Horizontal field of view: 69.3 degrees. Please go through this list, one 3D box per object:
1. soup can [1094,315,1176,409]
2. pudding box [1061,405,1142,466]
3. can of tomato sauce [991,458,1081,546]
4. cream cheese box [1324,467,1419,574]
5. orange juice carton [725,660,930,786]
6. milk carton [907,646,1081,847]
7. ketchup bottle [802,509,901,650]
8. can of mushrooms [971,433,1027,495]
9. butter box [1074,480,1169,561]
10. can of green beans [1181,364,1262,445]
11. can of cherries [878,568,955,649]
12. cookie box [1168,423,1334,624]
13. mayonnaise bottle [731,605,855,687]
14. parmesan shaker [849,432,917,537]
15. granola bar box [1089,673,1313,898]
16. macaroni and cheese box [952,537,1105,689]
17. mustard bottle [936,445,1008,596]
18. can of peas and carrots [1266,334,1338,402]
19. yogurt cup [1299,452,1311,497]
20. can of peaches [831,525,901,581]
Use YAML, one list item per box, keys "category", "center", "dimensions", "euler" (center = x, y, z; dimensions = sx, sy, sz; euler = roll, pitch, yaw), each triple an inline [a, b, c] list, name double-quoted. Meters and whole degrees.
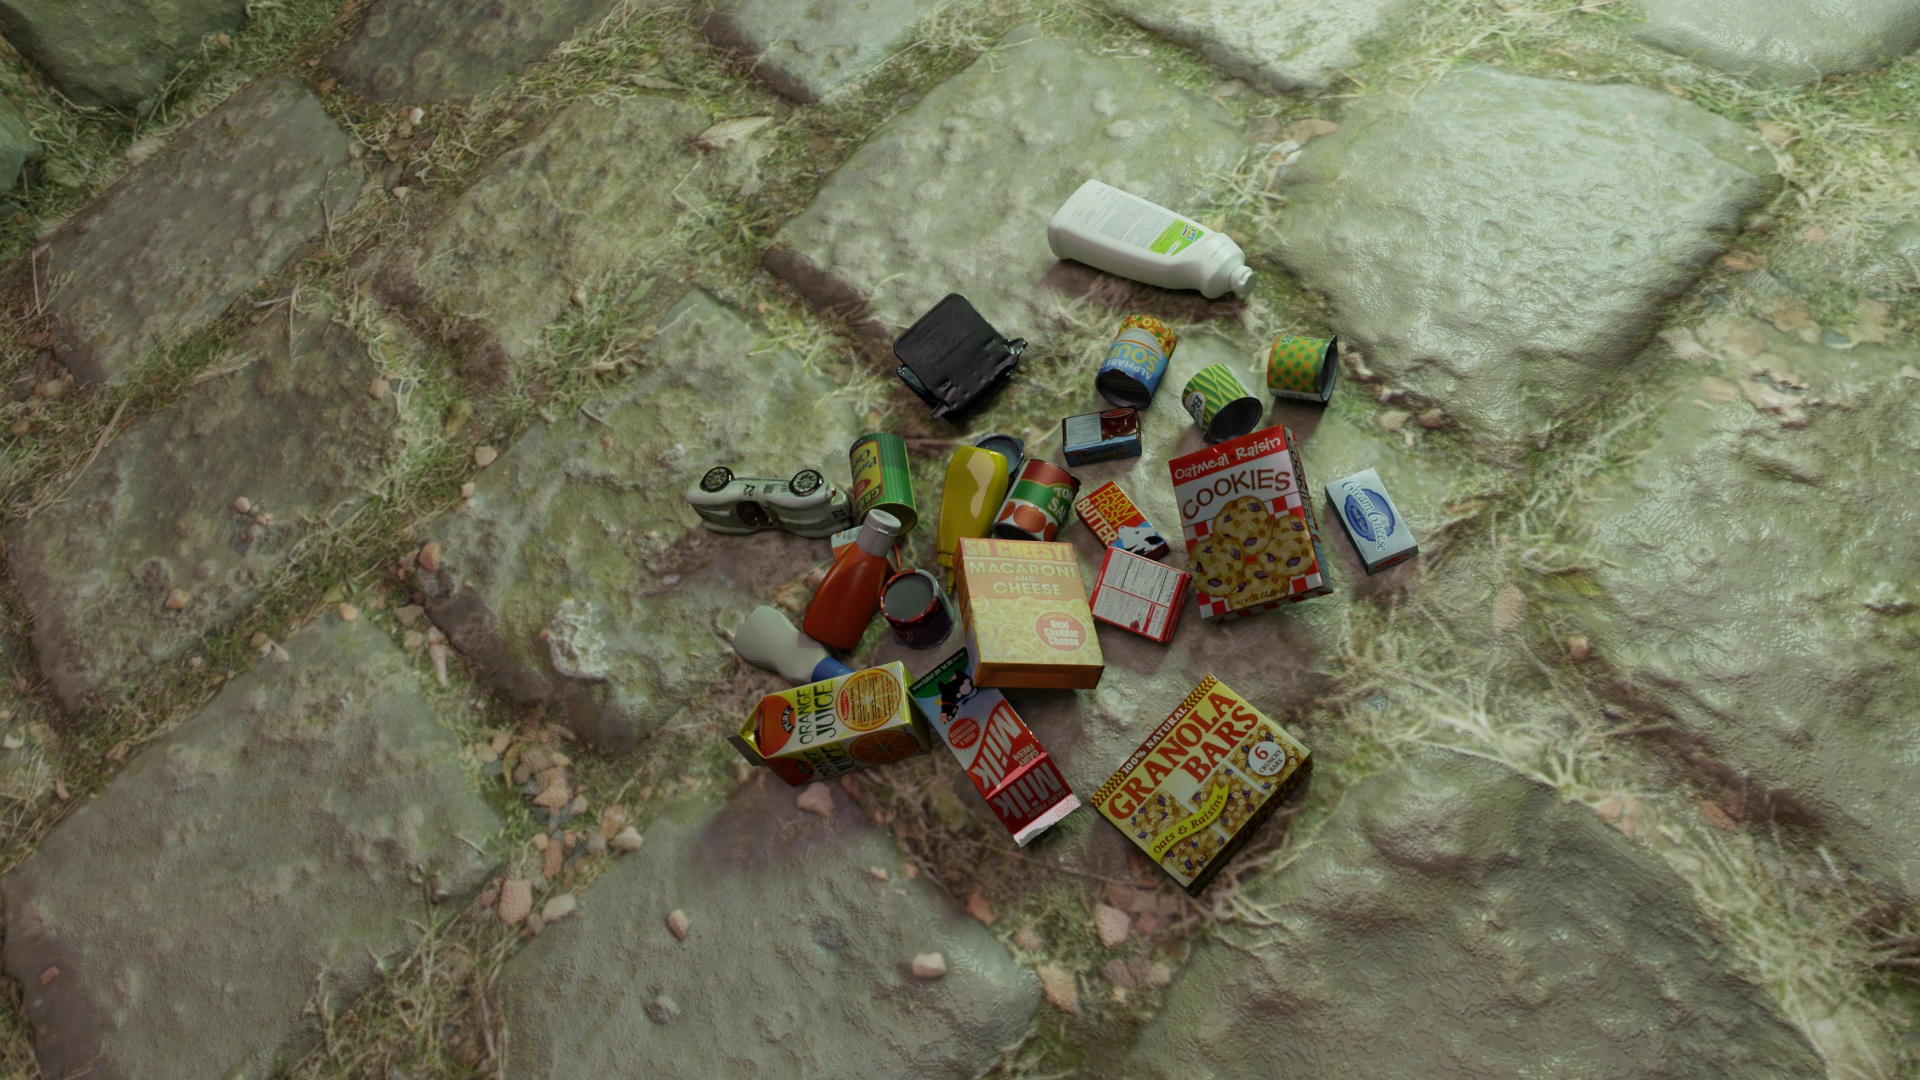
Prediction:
- category: "soup can"
  center: [0.193, -0.198, 1.529]
  dimensions: [0.071, 0.071, 0.084]
  euler: [13, 64, 27]
- category: "pudding box"
  center: [0.154, -0.113, 1.513]
  dimensions: [0.083, 0.030, 0.050]
  euler: [-10, 54, 14]
- category: "can of tomato sauce"
  center: [0.081, -0.033, 1.465]
  dimensions: [0.071, 0.071, 0.083]
  euler: [16, 66, 28]
- category: "cream cheese box"
  center: [0.403, -0.020, 1.363]
  dimensions: [0.053, 0.024, 0.104]
  euler: [-21, 53, 4]
- category: "orange juice carton"
  center: [-0.134, 0.189, 1.393]
  dimensions: [0.192, 0.071, 0.073]
  euler: [-16, 54, 10]
- category: "milk carton"
  center: [0.035, 0.200, 1.322]
  dimensions: [0.072, 0.073, 0.191]
  euler: [-35, 53, -4]
- category: "ketchup bottle"
  center: [-0.108, 0.040, 1.447]
  dimensions: [0.148, 0.065, 0.044]
  euler: [-63, 16, 16]
- category: "can of mushrooms"
  center: [0.043, -0.084, 1.532]
  dimensions: [0.071, 0.033, 0.071]
  euler: [-10, 55, 15]
- category: "butter box"
  center: [0.167, -0.012, 1.445]
  dimensions: [0.053, 0.024, 0.104]
  euler: [-33, 53, -4]
- category: "can of green beans"
  center: [0.275, -0.144, 1.465]
  dimensions: [0.071, 0.071, 0.058]
  euler: [-30, 52, 0]
- category: "can of cherries"
  center: [-0.047, 0.073, 1.446]
  dimensions: [0.071, 0.058, 0.072]
  euler: [-9, 55, 14]
- category: "cookie box"
  center: [0.280, -0.016, 1.350]
  dimensions: [0.122, 0.040, 0.168]
  euler: [-19, 69, 26]
- category: "mayonnaise bottle"
  center: [-0.172, 0.125, 1.470]
  dimensions: [0.148, 0.041, 0.065]
  euler: [27, 72, 31]
- category: "parmesan shaker"
  center: [-0.088, -0.060, 1.547]
  dimensions: [0.071, 0.071, 0.103]
  euler: [-18, 53, 9]
- category: "granola bar box"
  center: [0.219, 0.221, 1.261]
  dimensions: [0.166, 0.039, 0.124]
  euler: [-44, 55, -11]
- category: "macaroni and cheese box"
  center: [0.063, 0.071, 1.371]
  dimensions: [0.124, 0.040, 0.167]
  euler: [3, 43, -14]
- category: "mustard bottle"
  center: [0.005, -0.019, 1.478]
  dimensions: [0.065, 0.049, 0.160]
  euler: [14, 87, 20]
- category: "can of peas and carrots"
  center: [0.360, -0.184, 1.459]
  dimensions: [0.059, 0.070, 0.071]
  euler: [10, 62, 27]
- category: "yogurt cup"
  center: [0.319, -0.066, 1.401]
  dimensions: [0.054, 0.072, 0.073]
  euler: [-18, 53, 19]
- category: "can of peaches"
  center: [-0.100, 0.018, 1.500]
  dimensions: [0.058, 0.071, 0.071]
  euler: [-18, 54, 8]
